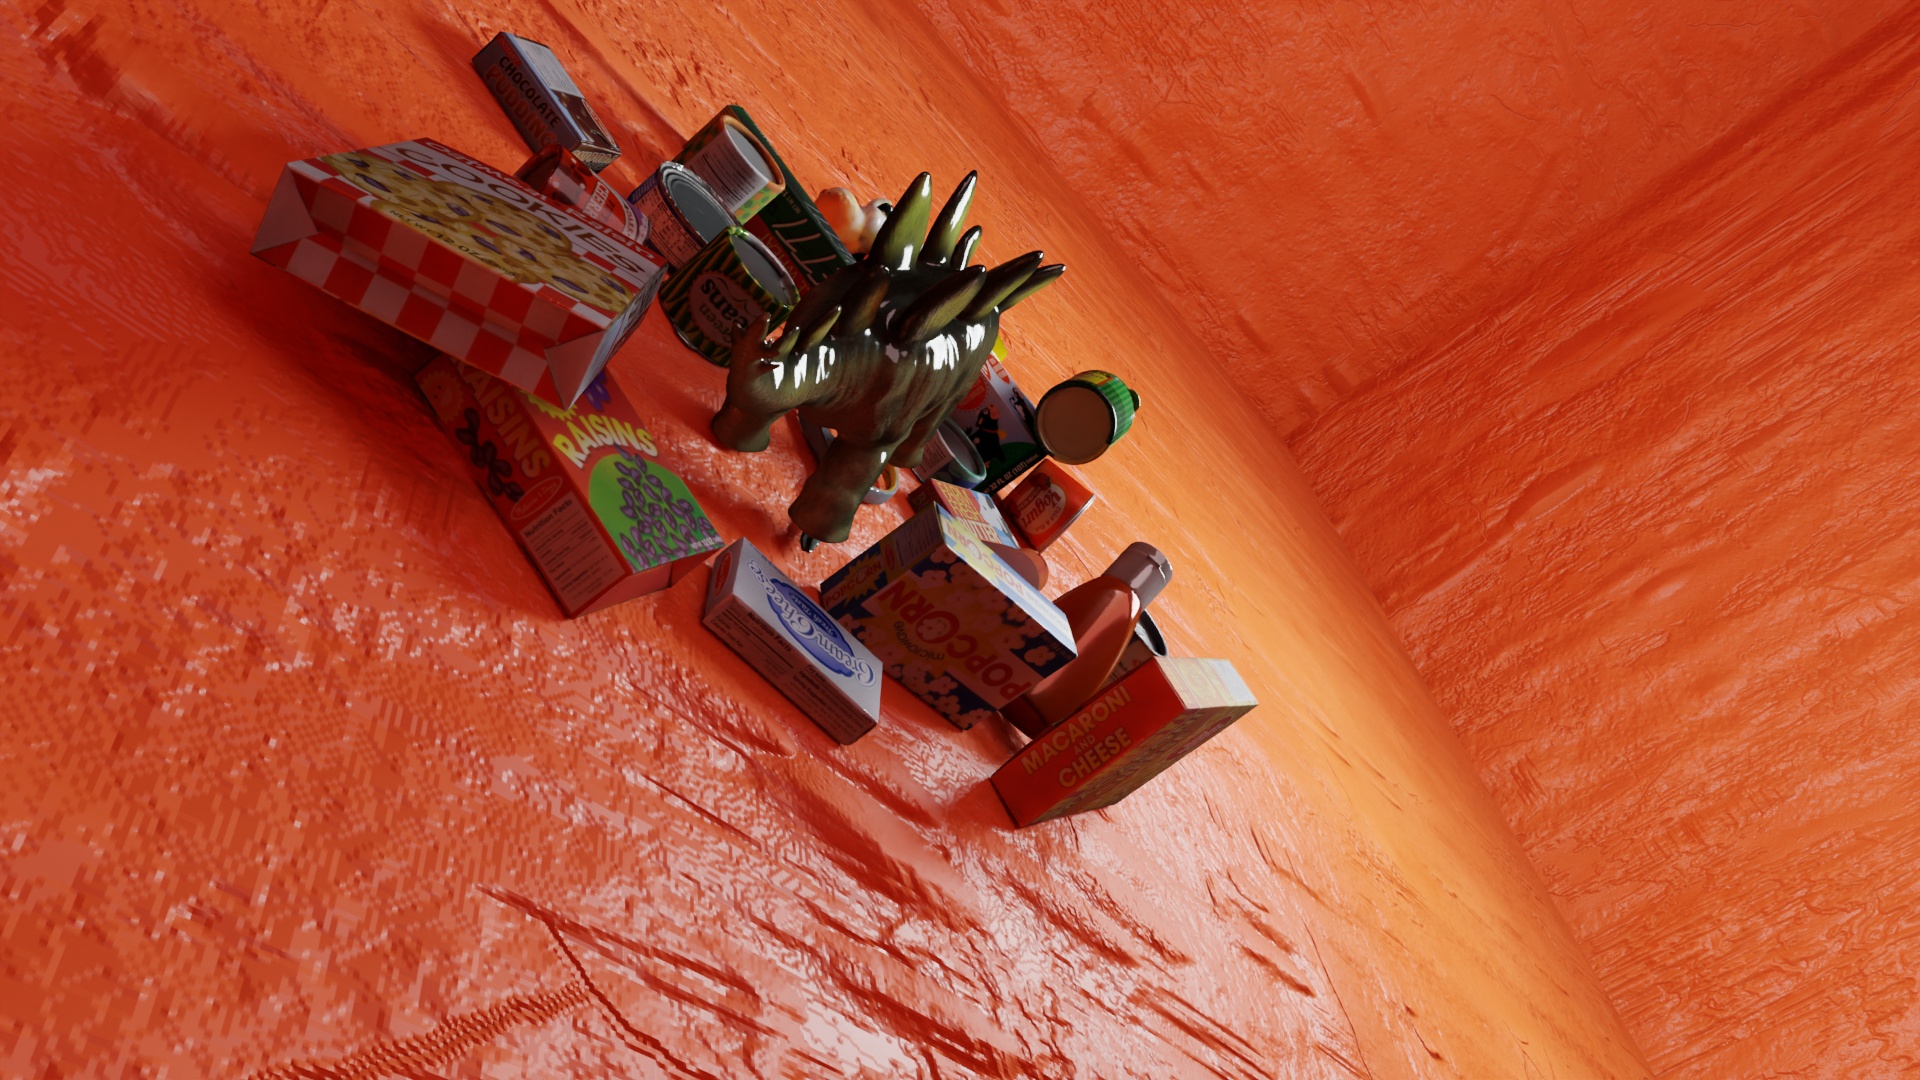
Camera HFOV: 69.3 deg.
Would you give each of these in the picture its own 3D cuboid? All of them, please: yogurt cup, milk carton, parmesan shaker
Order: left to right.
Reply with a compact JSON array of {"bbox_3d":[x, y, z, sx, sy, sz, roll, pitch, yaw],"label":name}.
[{"bbox_3d":[-0.009,-0.129,1.113,0.190,0.072,0.074,53,18,-3],"label":"milk carton"},{"bbox_3d":[0.071,-0.031,1.152,0.054,0.072,0.072,45,18,0],"label":"yogurt cup"},{"bbox_3d":[0.102,-0.100,1.108,0.071,0.071,0.103,54,18,0],"label":"parmesan shaker"}]

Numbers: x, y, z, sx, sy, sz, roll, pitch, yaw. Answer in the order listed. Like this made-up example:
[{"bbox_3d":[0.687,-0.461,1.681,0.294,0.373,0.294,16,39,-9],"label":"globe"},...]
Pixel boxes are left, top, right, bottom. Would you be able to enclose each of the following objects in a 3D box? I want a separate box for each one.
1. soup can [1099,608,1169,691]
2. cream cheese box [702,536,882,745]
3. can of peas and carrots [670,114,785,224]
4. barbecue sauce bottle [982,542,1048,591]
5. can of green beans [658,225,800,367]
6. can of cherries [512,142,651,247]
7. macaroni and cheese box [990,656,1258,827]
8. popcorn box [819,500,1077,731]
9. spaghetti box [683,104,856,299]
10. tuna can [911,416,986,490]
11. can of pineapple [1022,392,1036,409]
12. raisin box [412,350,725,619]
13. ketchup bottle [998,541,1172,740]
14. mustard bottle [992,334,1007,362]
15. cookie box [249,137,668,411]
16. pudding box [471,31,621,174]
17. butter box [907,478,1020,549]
[{"bbox_3d":[0.092,0.076,0.971,0.071,0.083,0.072,47,18,-21],"label":"soup can"},{"bbox_3d":[-0.081,0.050,0.682,0.103,0.024,0.053,45,21,-24],"label":"cream cheese box"},{"bbox_3d":[-0.166,-0.256,0.979,0.071,0.058,0.071,47,19,-21],"label":"can of peas and carrots"},{"bbox_3d":[0.027,0.030,0.960,0.065,0.043,0.149,56,17,5],"label":"barbecue sauce bottle"},{"bbox_3d":[-0.140,-0.149,0.847,0.071,0.057,0.071,47,19,-21],"label":"can of green beans"},{"bbox_3d":[-0.197,-0.156,0.695,0.058,0.071,0.072,41,22,-35],"label":"can of cherries"},{"bbox_3d":[0.105,0.121,0.856,0.040,0.123,0.166,57,18,19],"label":"macaroni and cheese box"},{"bbox_3d":[-0.005,0.046,0.782,0.126,0.085,0.038,41,22,-35],"label":"popcorn box"},{"bbox_3d":[-0.113,-0.214,1.048,0.250,0.050,0.029,53,19,-2],"label":"spaghetti box"},{"bbox_3d":[-0.012,-0.063,1.050,0.071,0.032,0.071,46,20,-21],"label":"tuna can"},{"bbox_3d":[0.037,-0.094,1.188,0.071,0.057,0.071,47,19,-21],"label":"can of pineapple"},{"bbox_3d":[-0.166,-0.033,0.598,0.123,0.040,0.086,56,19,3],"label":"raisin box"},{"bbox_3d":[0.080,0.059,0.892,0.065,0.149,0.043,45,-28,3],"label":"ketchup bottle"},{"bbox_3d":[-0.022,-0.222,1.293,0.160,0.048,0.065,51,21,-8],"label":"mustard bottle"},{"bbox_3d":[-0.195,-0.118,0.578,0.123,0.040,0.168,27,16,-12],"label":"cookie box"},{"bbox_3d":[-0.246,-0.259,0.829,0.083,0.030,0.050,54,17,2],"label":"pudding box"},{"bbox_3d":[0.004,-0.013,1.010,0.053,0.024,0.103,59,18,18],"label":"butter box"}]
